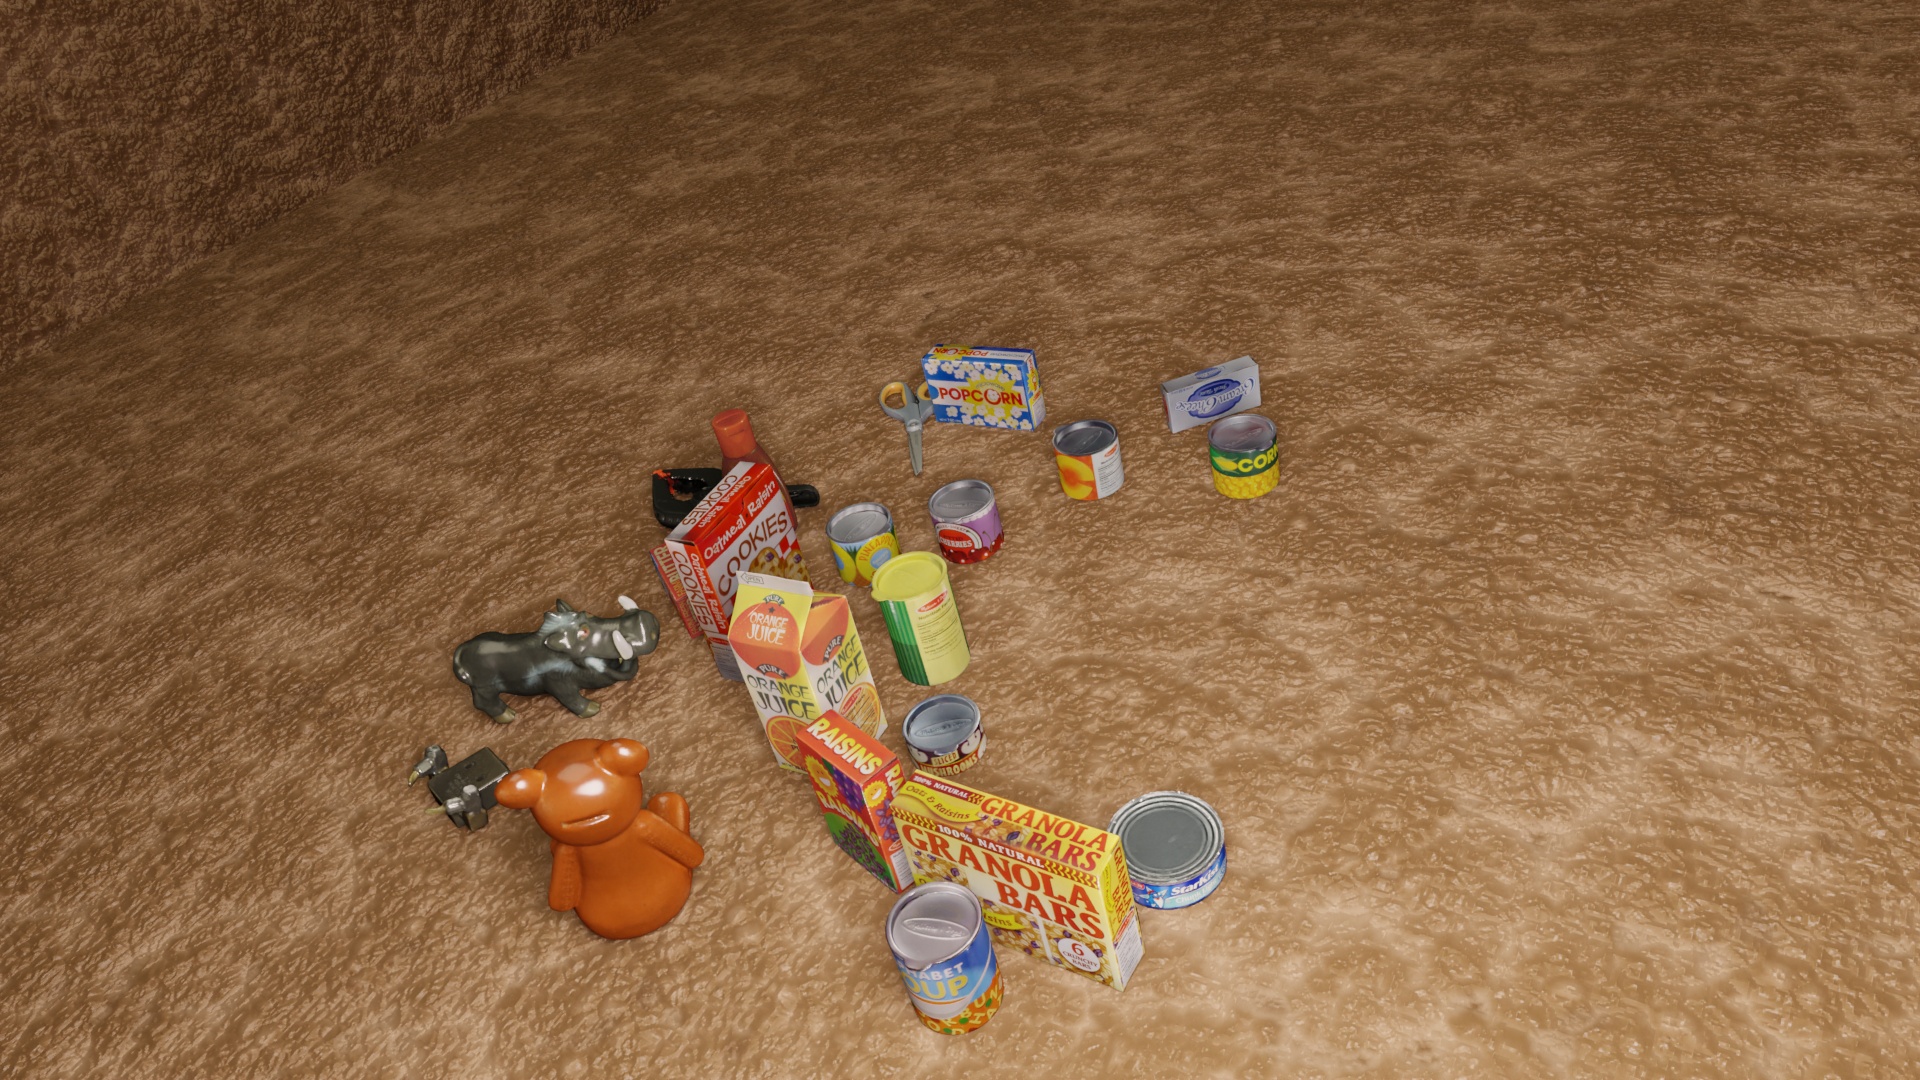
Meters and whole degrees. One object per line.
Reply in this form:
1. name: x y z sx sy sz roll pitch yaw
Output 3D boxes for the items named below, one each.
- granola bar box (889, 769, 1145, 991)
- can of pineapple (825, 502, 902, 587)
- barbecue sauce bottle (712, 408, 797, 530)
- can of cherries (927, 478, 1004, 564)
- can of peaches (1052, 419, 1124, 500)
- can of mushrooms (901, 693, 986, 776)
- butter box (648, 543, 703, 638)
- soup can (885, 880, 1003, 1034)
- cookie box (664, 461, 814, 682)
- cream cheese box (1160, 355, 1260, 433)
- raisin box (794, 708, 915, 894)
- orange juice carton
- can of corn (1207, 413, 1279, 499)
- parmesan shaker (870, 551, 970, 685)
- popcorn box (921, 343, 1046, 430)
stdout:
1. granola bar box: 0.040 0.233 0.961 0.165 0.123 0.039 12 43 32
2. can of pineapple: -0.093 0.005 1.374 0.071 0.057 0.071 -9 36 7
3. barbecue sauce bottle: -0.217 -0.065 1.434 0.065 0.147 0.044 -24 36 -13
4. can of cherries: 0.005 -0.017 1.369 0.071 0.058 0.072 -9 36 7
5. can of peaches: 0.129 -0.083 1.416 0.071 0.057 0.071 -9 36 7
6. can of mushrooms: -0.013 0.163 1.152 0.071 0.033 0.071 -9 36 7
7. butter box: -0.279 0.049 1.383 0.024 0.053 0.104 -25 37 -14
8. soup can: -0.011 0.286 0.942 0.071 0.083 0.072 -9 36 7
9. cookie box: -0.197 0.029 1.283 0.040 0.166 0.123 8 41 28
10. cream cheese box: 0.265 -0.155 1.470 0.104 0.053 0.024 -19 36 -6
11. raisin box: -0.072 0.197 1.050 0.040 0.122 0.086 -35 40 -26
12. orange juice carton: -0.128 0.103 1.137 0.072 0.191 0.073 8 41 29
13. can of corn: 0.280 -0.081 1.361 0.071 0.058 0.071 -9 36 7
14. parmesan shaker: -0.036 0.071 1.225 0.071 0.102 0.072 -10 36 7
15. popcorn box: 0.027 -0.172 1.548 0.127 0.084 0.038 8 41 28
